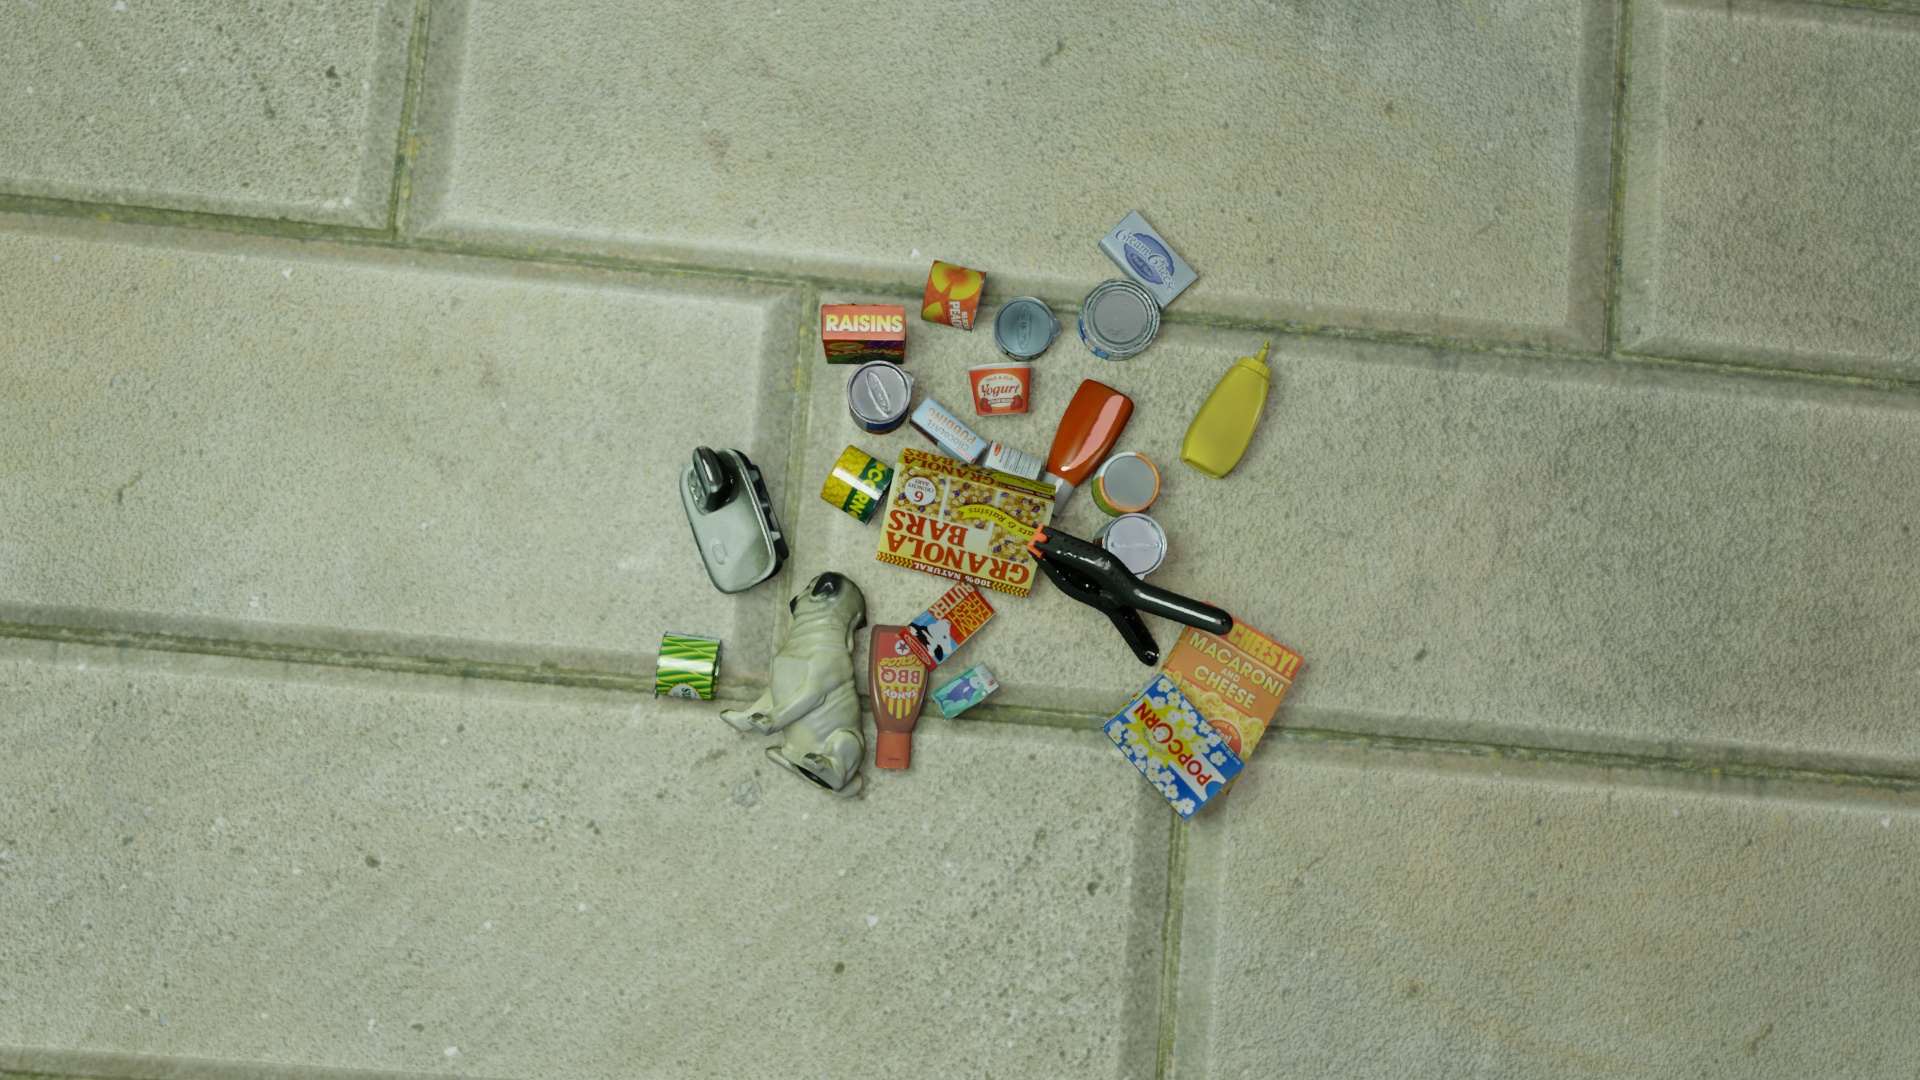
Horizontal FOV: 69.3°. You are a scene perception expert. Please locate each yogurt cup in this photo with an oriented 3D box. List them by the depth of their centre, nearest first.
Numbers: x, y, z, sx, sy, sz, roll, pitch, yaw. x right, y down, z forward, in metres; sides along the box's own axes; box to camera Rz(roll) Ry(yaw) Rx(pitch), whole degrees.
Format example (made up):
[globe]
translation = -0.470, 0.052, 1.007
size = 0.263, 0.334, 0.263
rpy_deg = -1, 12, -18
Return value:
[yogurt cup]
translation = 0.043, -0.160, 1.478
size = 0.072, 0.072, 0.054
rpy_deg = -4, 94, -3

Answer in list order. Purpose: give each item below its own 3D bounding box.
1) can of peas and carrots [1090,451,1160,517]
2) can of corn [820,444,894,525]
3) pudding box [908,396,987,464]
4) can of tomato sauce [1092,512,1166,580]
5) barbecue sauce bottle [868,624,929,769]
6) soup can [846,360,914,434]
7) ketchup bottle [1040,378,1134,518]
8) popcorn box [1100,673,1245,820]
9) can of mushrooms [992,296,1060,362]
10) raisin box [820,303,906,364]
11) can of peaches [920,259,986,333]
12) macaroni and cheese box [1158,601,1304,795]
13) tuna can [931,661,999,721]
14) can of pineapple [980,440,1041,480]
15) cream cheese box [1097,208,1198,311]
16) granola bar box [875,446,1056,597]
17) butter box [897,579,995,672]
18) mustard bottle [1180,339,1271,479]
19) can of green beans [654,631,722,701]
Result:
[can of peas and carrots]
translation = 0.177, -0.057, 1.478
size = 0.071, 0.058, 0.071
rpy_deg = 0, 86, -3
[can of corn]
translation = -0.107, -0.059, 1.456
size = 0.058, 0.071, 0.071
rpy_deg = 30, 85, 0
[pudding box]
translation = -0.014, -0.113, 1.476
size = 0.084, 0.049, 0.030
rpy_deg = 39, 83, 0
[can of tomato sauce]
translation = 0.176, 0.009, 1.460
size = 0.071, 0.083, 0.071
rpy_deg = 0, 86, -3
[barbecue sauce bottle]
translation = -0.066, 0.163, 1.454
size = 0.065, 0.043, 0.148
rpy_deg = 5, 85, -11
[soup can]
translation = -0.083, -0.150, 1.458
size = 0.071, 0.083, 0.071
rpy_deg = 0, 86, -3
[ketchup bottle]
translation = 0.125, -0.096, 1.484
size = 0.065, 0.043, 0.149
rpy_deg = 28, 85, 22
[popcorn box]
translation = 0.217, 0.211, 1.429
size = 0.085, 0.038, 0.127
rpy_deg = -42, 88, -5
[can of mushrooms]
translation = 0.070, -0.227, 1.499
size = 0.071, 0.033, 0.071
rpy_deg = 0, 85, -3
[raisin box]
translation = -0.099, -0.214, 1.443
size = 0.086, 0.123, 0.040
rpy_deg = 1, 86, -3
[can of peaches]
translation = -0.008, -0.259, 1.479
size = 0.058, 0.071, 0.071
rpy_deg = 14, 85, -1
[macaroni and cheese box]
translation = 0.268, 0.166, 1.475
size = 0.124, 0.040, 0.166
rpy_deg = 31, 85, 0
[tuna can]
translation = 0.003, 0.157, 1.448
size = 0.071, 0.071, 0.033
rpy_deg = -32, 87, -5
[can of pineapple]
translation = 0.047, -0.064, 1.469
size = 0.058, 0.071, 0.071
rpy_deg = 22, 85, -1
[cream cheese box]
translation = 0.204, -0.306, 1.517
size = 0.053, 0.024, 0.104
rpy_deg = -43, 89, -6
[granola bar box]
translation = 0.005, -0.018, 1.440
size = 0.166, 0.039, 0.123
rpy_deg = 14, 122, 1
[butter box]
translation = -0.013, 0.087, 1.447
size = 0.053, 0.024, 0.104
rpy_deg = 49, 50, 2
[mustard bottle]
translation = 0.297, -0.146, 1.497
size = 0.065, 0.049, 0.160
rpy_deg = 30, 84, -1
[can of green beans]
translation = -0.280, 0.130, 1.433
size = 0.058, 0.071, 0.071
rpy_deg = 8, 85, -3
